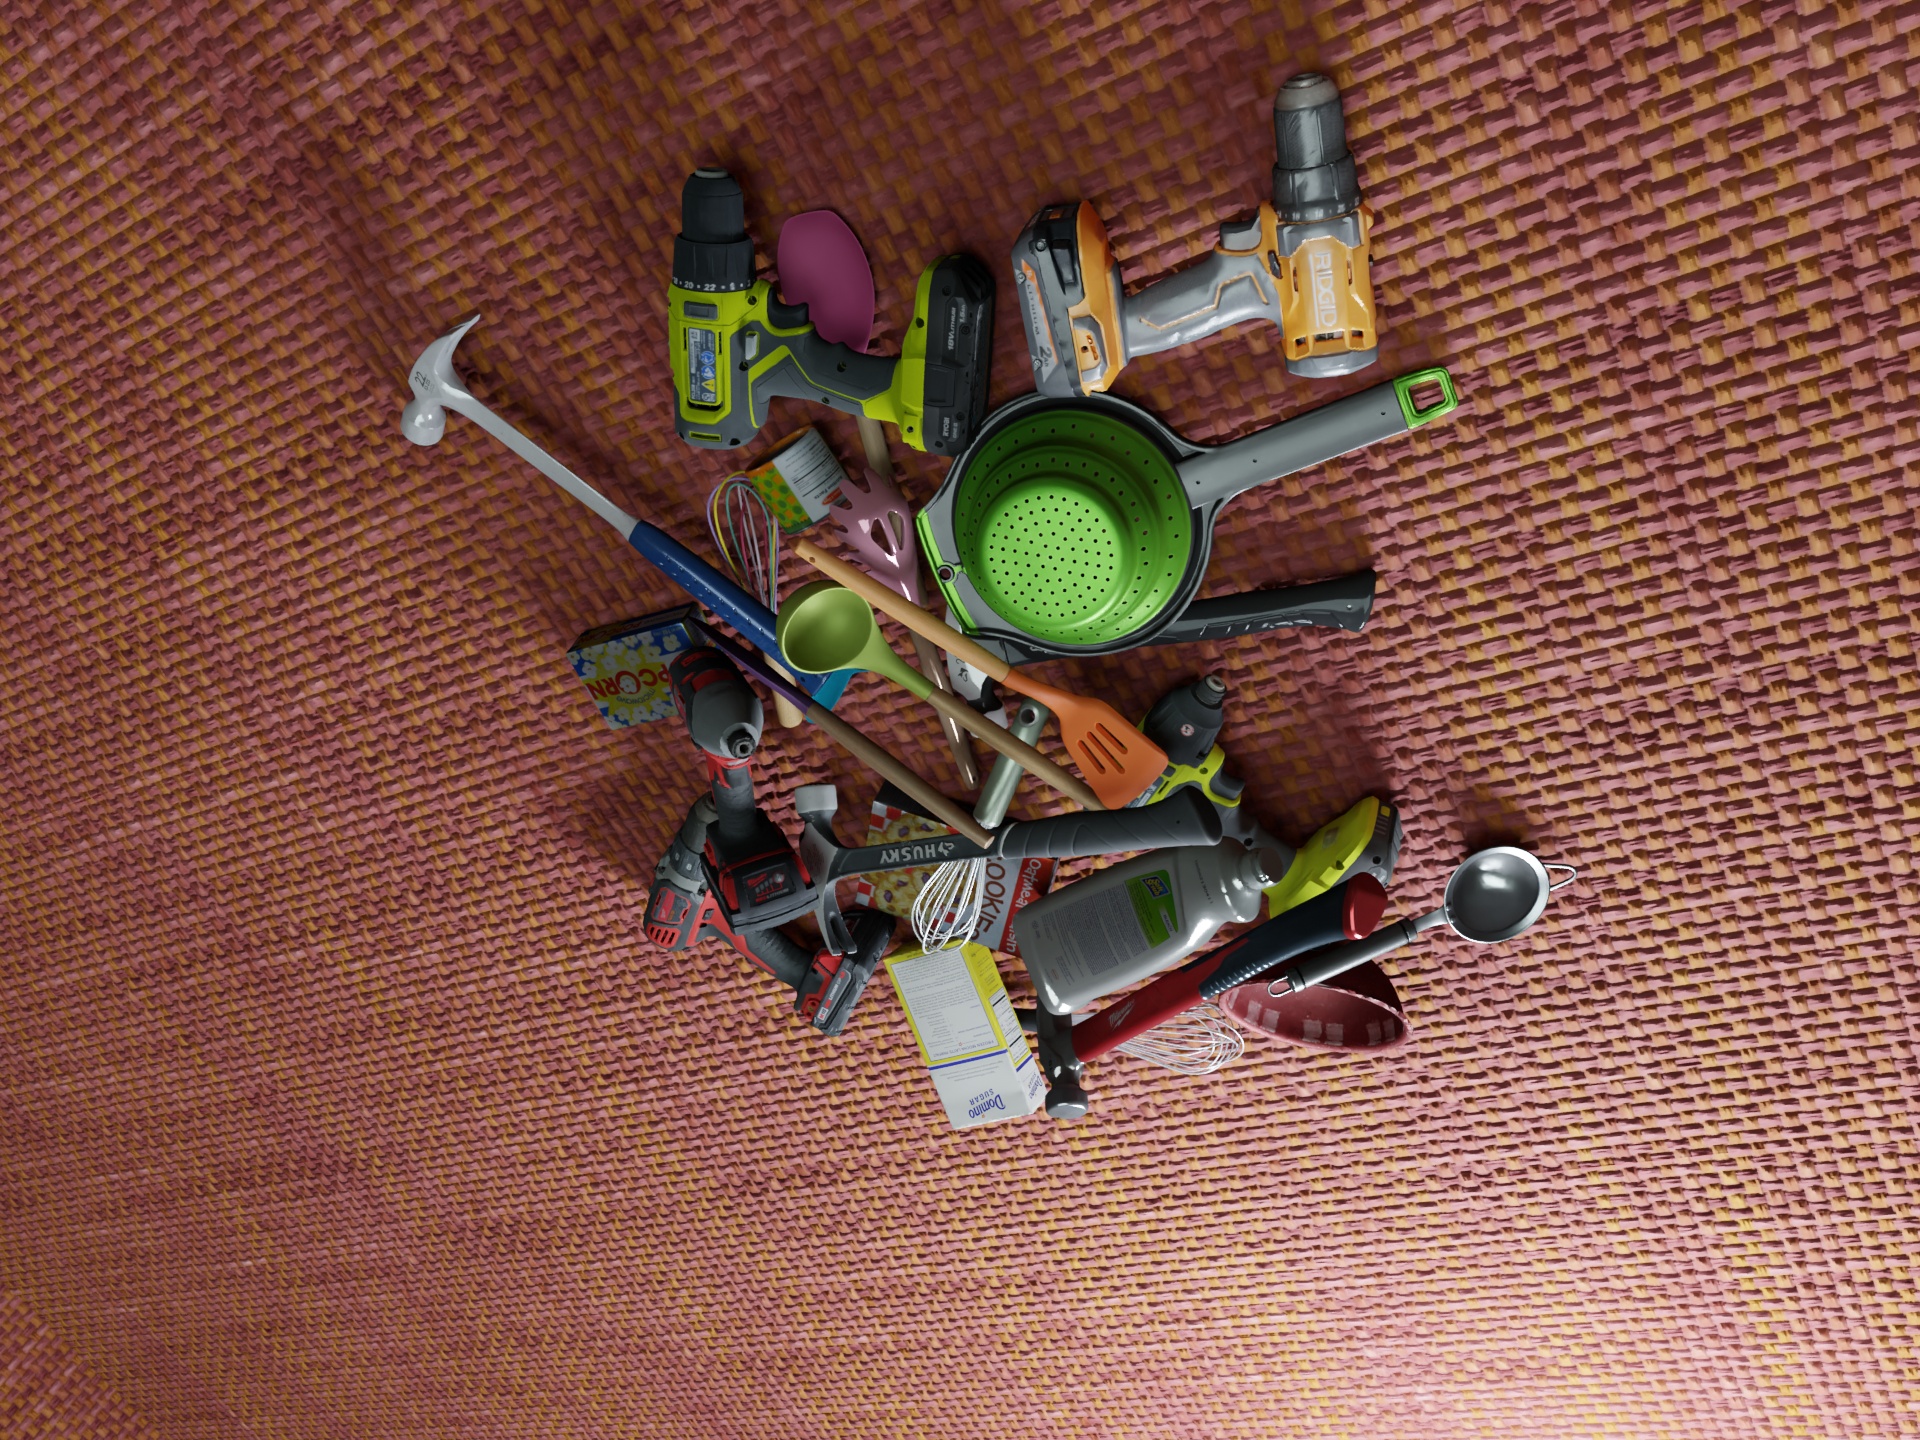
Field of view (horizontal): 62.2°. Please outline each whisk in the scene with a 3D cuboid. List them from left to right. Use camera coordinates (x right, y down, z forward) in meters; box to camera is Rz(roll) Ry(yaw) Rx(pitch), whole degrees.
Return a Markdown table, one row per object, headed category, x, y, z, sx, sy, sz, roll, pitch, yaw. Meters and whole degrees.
| category | x | y | z | sx | sy | sz | roll | pitch | yaw |
| --- | --- | --- | --- | --- | --- | --- | --- | --- | --- |
| whisk | -0.156 | -0.095 | 1.303 | 0.051 | 0.047 | 0.244 | 12 | 132 | 25 |
| whisk | 0.019 | 0.089 | 1.327 | 0.058 | 0.059 | 0.246 | 29 | 106 | 21 |
| whisk | 0.120 | 0.282 | 1.463 | 0.285 | 0.070 | 0.070 | 1 | 124 | 24 |

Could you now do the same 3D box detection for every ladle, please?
| category | x | y | z | sx | sy | sz | roll | pitch | yaw |
| --- | --- | --- | --- | --- | --- | --- | --- | --- | --- |
| ladle | -0.002 | -0.004 | 1.234 | 0.320 | 0.062 | 0.078 | 34 | 105 | -8 |

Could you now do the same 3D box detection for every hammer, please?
| category | x | y | z | sx | sy | sz | roll | pitch | yaw |
| --- | --- | --- | --- | --- | --- | --- | --- | --- | --- |
| hammer | -0.264 | -0.159 | 1.255 | 0.405 | 0.035 | 0.144 | 37 | 140 | -2 |
| hammer | 0.024 | 0.102 | 1.261 | 0.409 | 0.036 | 0.149 | -10 | 83 | 39 |
| hammer | 0.146 | -0.076 | 1.209 | 0.335 | 0.035 | 0.146 | -7 | 111 | 20 |
| hammer | 0.190 | 0.200 | 1.299 | 0.038 | 0.143 | 0.386 | 20 | 141 | -29 |

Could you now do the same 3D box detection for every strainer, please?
| category | x | y | z | sx | sy | sz | roll | pitch | yaw |
| --- | --- | --- | --- | --- | --- | --- | --- | --- | --- |
| strainer | 0.359 | 0.161 | 1.258 | 0.258 | 0.050 | 0.086 | -23 | 111 | -3 |

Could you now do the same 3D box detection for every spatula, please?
| category | x | y | z | sx | sy | sz | roll | pitch | yaw |
| --- | --- | --- | --- | --- | --- | --- | --- | --- | --- |
| spatula | -0.100 | 0.005 | 1.272 | 0.316 | 0.059 | 0.018 | 36 | 94 | 15 |
| spatula | 0.012 | -0.042 | 1.203 | 0.322 | 0.041 | 0.081 | 32 | 135 | -12 |

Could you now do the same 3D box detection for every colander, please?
| category | x | y | z | sx | sy | sz | roll | pitch | yaw |
| --- | --- | --- | --- | --- | --- | --- | --- | --- | --- |
| colander | 0.146 | -0.153 | 1.104 | 0.397 | 0.094 | 0.204 | -19 | 105 | 22 |

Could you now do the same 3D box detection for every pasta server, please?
| category | x | y | z | sx | sy | sz | roll | pitch | yaw |
| --- | --- | --- | --- | --- | --- | --- | --- | --- | --- |
| pasta server | -0.031 | -0.061 | 1.268 | 0.060 | 0.040 | 0.315 | -30 | 132 | -13 |

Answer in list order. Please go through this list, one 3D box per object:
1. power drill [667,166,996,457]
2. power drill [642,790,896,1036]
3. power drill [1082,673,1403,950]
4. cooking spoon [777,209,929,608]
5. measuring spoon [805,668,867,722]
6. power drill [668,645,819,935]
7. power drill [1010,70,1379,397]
| category | x | y | z | sx | sy | sz | roll | pitch | yaw |
| --- | --- | --- | --- | --- | --- | --- | --- | --- | --- |
| power drill | -0.096 | -0.279 | 1.113 | 0.228 | 0.080 | 0.190 | 9 | 119 | 10 |
| power drill | -0.178 | 0.175 | 1.476 | 0.226 | 0.080 | 0.187 | 28 | 127 | 2 |
| power drill | 0.230 | 0.071 | 1.267 | 0.223 | 0.080 | 0.171 | 32 | 128 | -1 |
| cooking spoon | -0.069 | -0.224 | 1.196 | 0.069 | 0.017 | 0.318 | -7 | 121 | 16 |
| measuring spoon | -0.101 | -0.039 | 1.341 | 0.042 | 0.021 | 0.128 | 33 | 136 | -6 |
| power drill | -0.182 | 0.059 | 1.309 | 0.078 | 0.143 | 0.219 | -18 | 121 | -16 |
| power drill | 0.151 | -0.307 | 1.030 | 0.226 | 0.084 | 0.185 | -4 | 122 | 16 |
